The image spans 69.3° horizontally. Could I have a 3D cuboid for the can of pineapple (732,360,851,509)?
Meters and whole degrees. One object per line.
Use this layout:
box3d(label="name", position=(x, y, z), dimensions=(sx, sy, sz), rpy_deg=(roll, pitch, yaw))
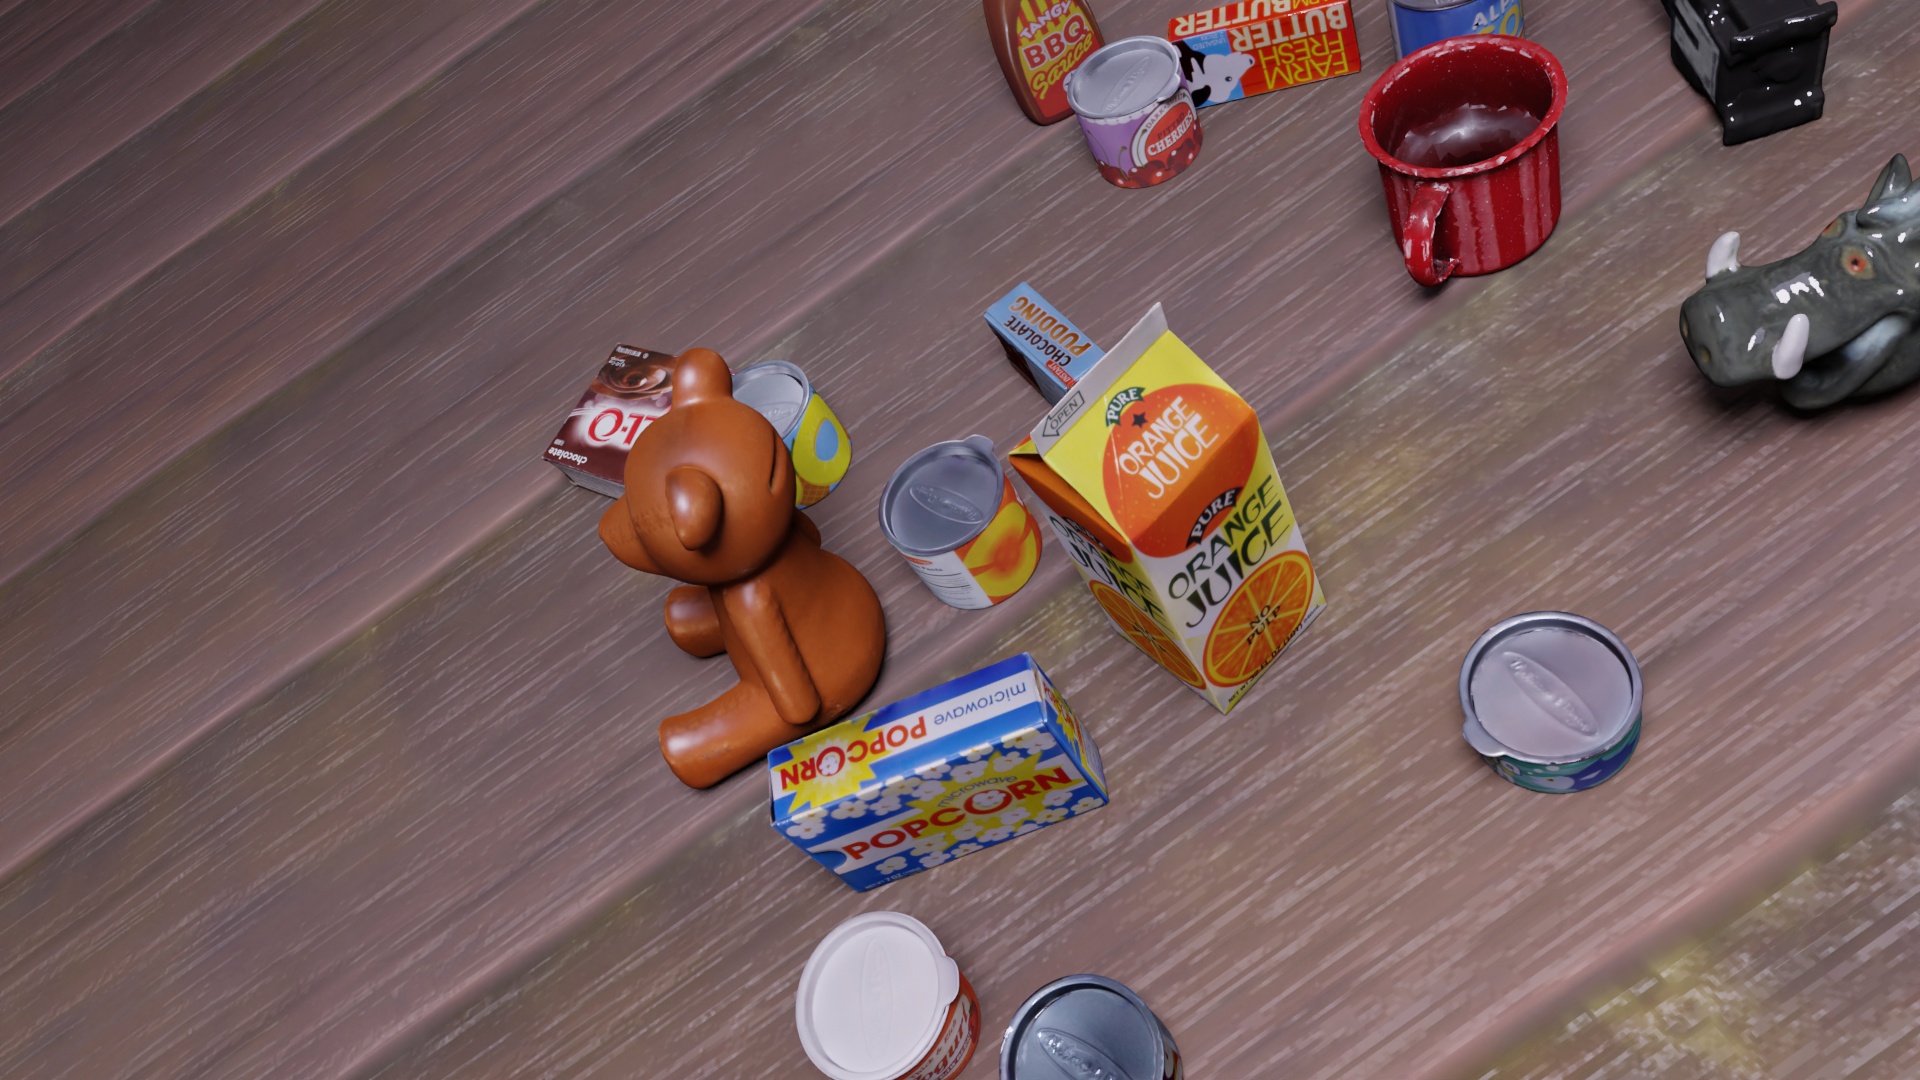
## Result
box3d(label="can of pineapple", position=(-0.103, -0.056, 0.778), dimensions=(0.071, 0.057, 0.071), rpy_deg=(-13, 54, 18))

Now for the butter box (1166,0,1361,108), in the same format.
box3d(label="butter box", position=(0.176, -0.286, 0.804), dimensions=(0.103, 0.053, 0.024), rpy_deg=(-7, 56, 22))

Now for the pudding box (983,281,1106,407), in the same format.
box3d(label="pudding box", position=(0.051, -0.095, 0.735), dimensions=(0.030, 0.049, 0.084), rpy_deg=(-39, 50, -2))

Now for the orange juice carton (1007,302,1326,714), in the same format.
box3d(label="orange juice carton", position=(0.084, -0.013, 0.569), dimensions=(0.072, 0.192, 0.073), rpy_deg=(-45, 51, -8))

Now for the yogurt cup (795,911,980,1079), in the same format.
box3d(label="yogurt cup", position=(-0.026, 0.194, 0.571), dimensions=(0.072, 0.053, 0.073), rpy_deg=(-13, 54, 18))

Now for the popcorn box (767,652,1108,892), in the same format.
box3d(label="popcorn box", position=(-0.009, 0.103, 0.604), dimensions=(0.126, 0.085, 0.038), rpy_deg=(-22, 51, 11))

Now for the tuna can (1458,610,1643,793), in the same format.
box3d(label="tuna can", position=(0.231, 0.066, 0.548), dimensions=(0.071, 0.032, 0.071), rpy_deg=(-13, 54, 18))

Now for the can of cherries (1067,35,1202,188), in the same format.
box3d(label="can of cherries", position=(0.104, -0.247, 0.808), dimensions=(0.071, 0.058, 0.072), rpy_deg=(-13, 54, 18))

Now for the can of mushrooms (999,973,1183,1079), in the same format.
box3d(label="can of mushrooms", position=(0.050, 0.208, 0.538), dimensions=(0.071, 0.033, 0.071), rpy_deg=(-13, 54, 18))

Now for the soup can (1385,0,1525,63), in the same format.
box3d(label="soup can", position=(0.263, -0.268, 0.728), dimensions=(0.071, 0.083, 0.072), rpy_deg=(-13, 54, 18))

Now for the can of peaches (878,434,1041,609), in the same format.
box3d(label="can of peaches", position=(0.002, -0.009, 0.694), dimensions=(0.071, 0.058, 0.071), rpy_deg=(-13, 54, 18))

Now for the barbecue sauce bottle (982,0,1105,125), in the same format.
box3d(label="barbecue sauce bottle", position=(0.042, -0.324, 0.832), dimensions=(0.065, 0.148, 0.044), rpy_deg=(-35, 50, 1))
